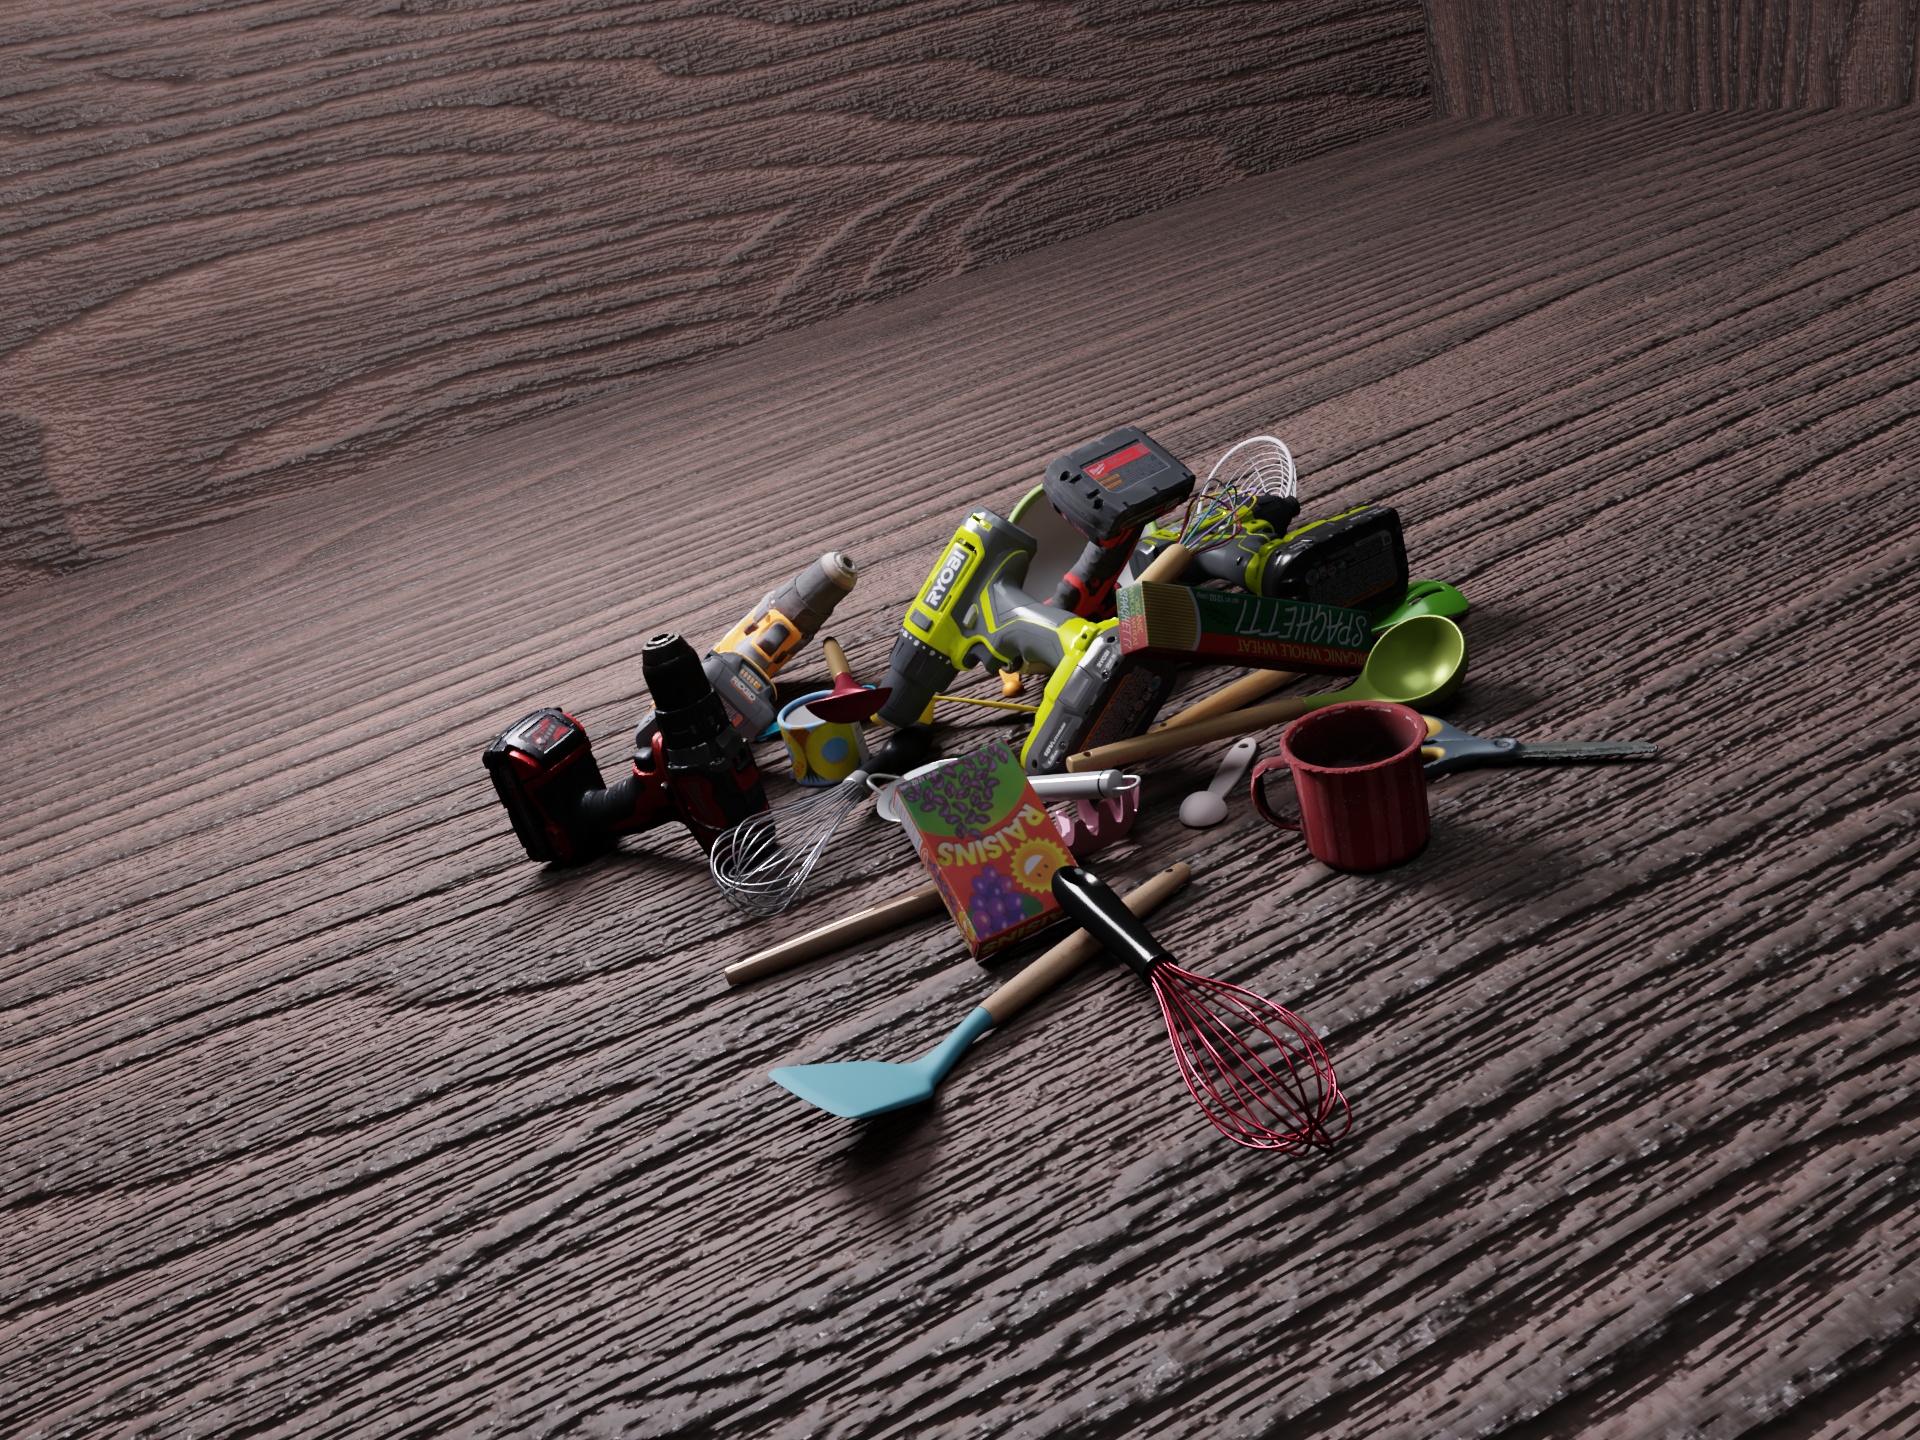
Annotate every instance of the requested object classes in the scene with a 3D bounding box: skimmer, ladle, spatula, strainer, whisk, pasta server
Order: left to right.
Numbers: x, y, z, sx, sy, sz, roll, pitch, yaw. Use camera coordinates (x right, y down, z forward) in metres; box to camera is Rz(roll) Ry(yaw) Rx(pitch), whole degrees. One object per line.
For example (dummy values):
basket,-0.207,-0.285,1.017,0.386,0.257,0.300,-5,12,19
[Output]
whisk,-0.096,0.067,1.227,0.070,0.070,0.284,2,25,32
ladle,-0.102,-0.040,1.340,0.069,0.031,0.315,-11,14,-6
pasta server,-0.016,0.112,1.102,0.316,0.040,0.060,-21,7,-9
strainer,0.028,0.054,1.141,0.258,0.050,0.087,-7,27,46
spatula,0.032,0.159,0.972,0.317,0.044,0.082,-31,26,-32
strainer,0.069,-0.129,1.510,0.256,0.151,0.069,-27,-12,6
skimmer,0.149,-0.183,1.555,0.363,0.090,0.127,-13,54,9
whisk,0.122,0.151,0.898,0.073,0.073,0.296,-22,28,-14
whisk,0.175,-0.135,1.243,0.047,0.051,0.245,30,38,13
ladle,0.225,-0.014,1.156,0.320,0.062,0.078,-14,36,-16

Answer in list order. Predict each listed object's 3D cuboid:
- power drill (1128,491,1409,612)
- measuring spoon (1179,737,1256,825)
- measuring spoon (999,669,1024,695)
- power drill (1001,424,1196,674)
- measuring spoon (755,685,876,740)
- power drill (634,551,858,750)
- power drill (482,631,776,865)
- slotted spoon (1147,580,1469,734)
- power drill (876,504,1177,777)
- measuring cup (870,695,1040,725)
power drill,0.272,-0.146,1.367,0.171,0.080,0.223,-25,23,-18
measuring spoon,0.191,0.039,1.160,0.034,0.018,0.124,0,29,30
measuring spoon,0.043,-0.050,1.432,0.021,0.011,0.117,-14,25,3
power drill,0.104,-0.129,1.340,0.143,0.219,0.079,-29,62,-34
measuring spoon,-0.131,0.002,1.425,0.128,0.021,0.042,-20,25,12
power drill,-0.181,-0.055,1.418,0.185,0.084,0.226,-39,13,28
power drill,-0.263,0.027,1.248,0.227,0.187,0.080,-4,26,30
slotted spoon,0.281,-0.050,1.283,0.314,0.031,0.070,-26,24,-18
power drill,0.038,-0.040,1.233,0.229,0.190,0.080,38,11,39
measuring cup,-0.002,-0.004,1.349,0.156,0.029,0.062,5,-2,12
